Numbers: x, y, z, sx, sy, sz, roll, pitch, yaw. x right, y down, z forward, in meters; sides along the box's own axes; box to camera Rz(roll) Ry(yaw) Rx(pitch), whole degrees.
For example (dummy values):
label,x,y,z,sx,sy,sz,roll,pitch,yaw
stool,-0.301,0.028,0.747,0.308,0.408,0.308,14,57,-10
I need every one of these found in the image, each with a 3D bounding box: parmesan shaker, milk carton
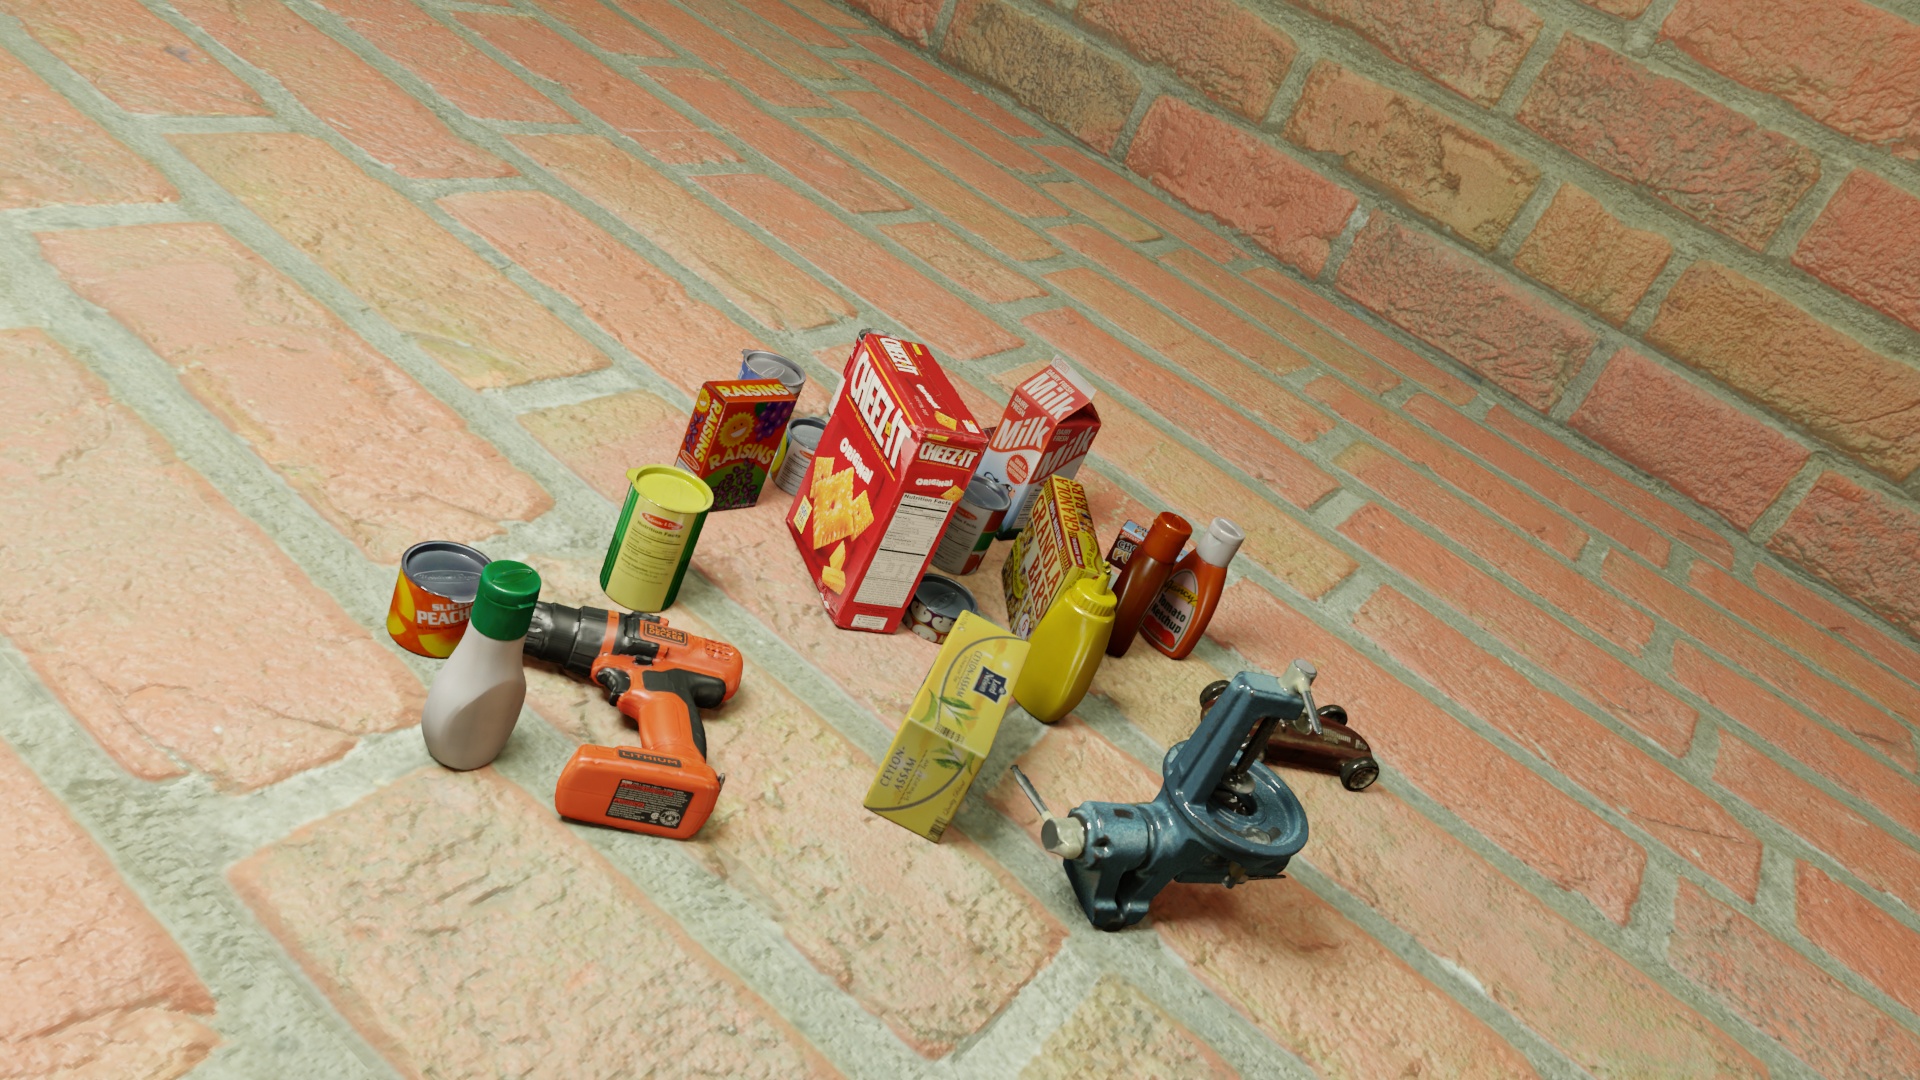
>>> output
label,x,y,z,sx,sy,sz,roll,pitch,yaw
parmesan shaker,-0.250,-0.003,1.125,0.071,0.102,0.071,20,28,-11
milk carton,0.082,-0.098,1.468,0.073,0.189,0.072,-4,40,-44

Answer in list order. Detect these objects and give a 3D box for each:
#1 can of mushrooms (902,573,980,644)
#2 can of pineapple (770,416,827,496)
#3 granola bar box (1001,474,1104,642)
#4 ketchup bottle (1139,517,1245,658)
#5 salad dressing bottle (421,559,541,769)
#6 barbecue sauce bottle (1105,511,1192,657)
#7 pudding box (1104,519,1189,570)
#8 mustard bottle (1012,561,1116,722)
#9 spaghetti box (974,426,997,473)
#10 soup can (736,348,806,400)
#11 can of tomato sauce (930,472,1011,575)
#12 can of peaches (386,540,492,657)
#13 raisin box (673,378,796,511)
label,x,y,z,sx,sy,sz,roll,pitch,yaw
can of mushrooms,-0.018,0.064,1.277,0.071,0.033,0.071,20,28,-11
can of pineapple,-0.150,-0.082,1.390,0.071,0.057,0.071,20,28,-11
granola bar box,0.085,0.031,1.324,0.039,0.123,0.166,18,29,-15
ketchup bottle,0.236,0.045,1.398,0.044,0.148,0.065,-7,42,-46
salad dressing bottle,-0.304,0.080,0.892,0.044,0.147,0.064,40,31,25
barbecue sauce bottle,0.176,0.040,1.357,0.044,0.147,0.065,24,28,-4
pudding box,0.207,0.019,1.524,0.084,0.049,0.030,30,28,8
mustard bottle,0.099,0.084,1.207,0.065,0.159,0.049,41,31,27
spaghetti box,0.009,-0.096,1.554,0.029,0.050,0.251,40,31,25
soup can,-0.205,-0.144,1.422,0.071,0.083,0.072,20,28,-11
can of tomato sauce,0.005,-0.017,1.382,0.071,0.082,0.071,20,28,-11
can of peaches,-0.371,0.044,0.994,0.071,0.057,0.071,20,28,-11
raisin box,-0.211,-0.088,1.279,0.086,0.122,0.040,-8,43,-47
